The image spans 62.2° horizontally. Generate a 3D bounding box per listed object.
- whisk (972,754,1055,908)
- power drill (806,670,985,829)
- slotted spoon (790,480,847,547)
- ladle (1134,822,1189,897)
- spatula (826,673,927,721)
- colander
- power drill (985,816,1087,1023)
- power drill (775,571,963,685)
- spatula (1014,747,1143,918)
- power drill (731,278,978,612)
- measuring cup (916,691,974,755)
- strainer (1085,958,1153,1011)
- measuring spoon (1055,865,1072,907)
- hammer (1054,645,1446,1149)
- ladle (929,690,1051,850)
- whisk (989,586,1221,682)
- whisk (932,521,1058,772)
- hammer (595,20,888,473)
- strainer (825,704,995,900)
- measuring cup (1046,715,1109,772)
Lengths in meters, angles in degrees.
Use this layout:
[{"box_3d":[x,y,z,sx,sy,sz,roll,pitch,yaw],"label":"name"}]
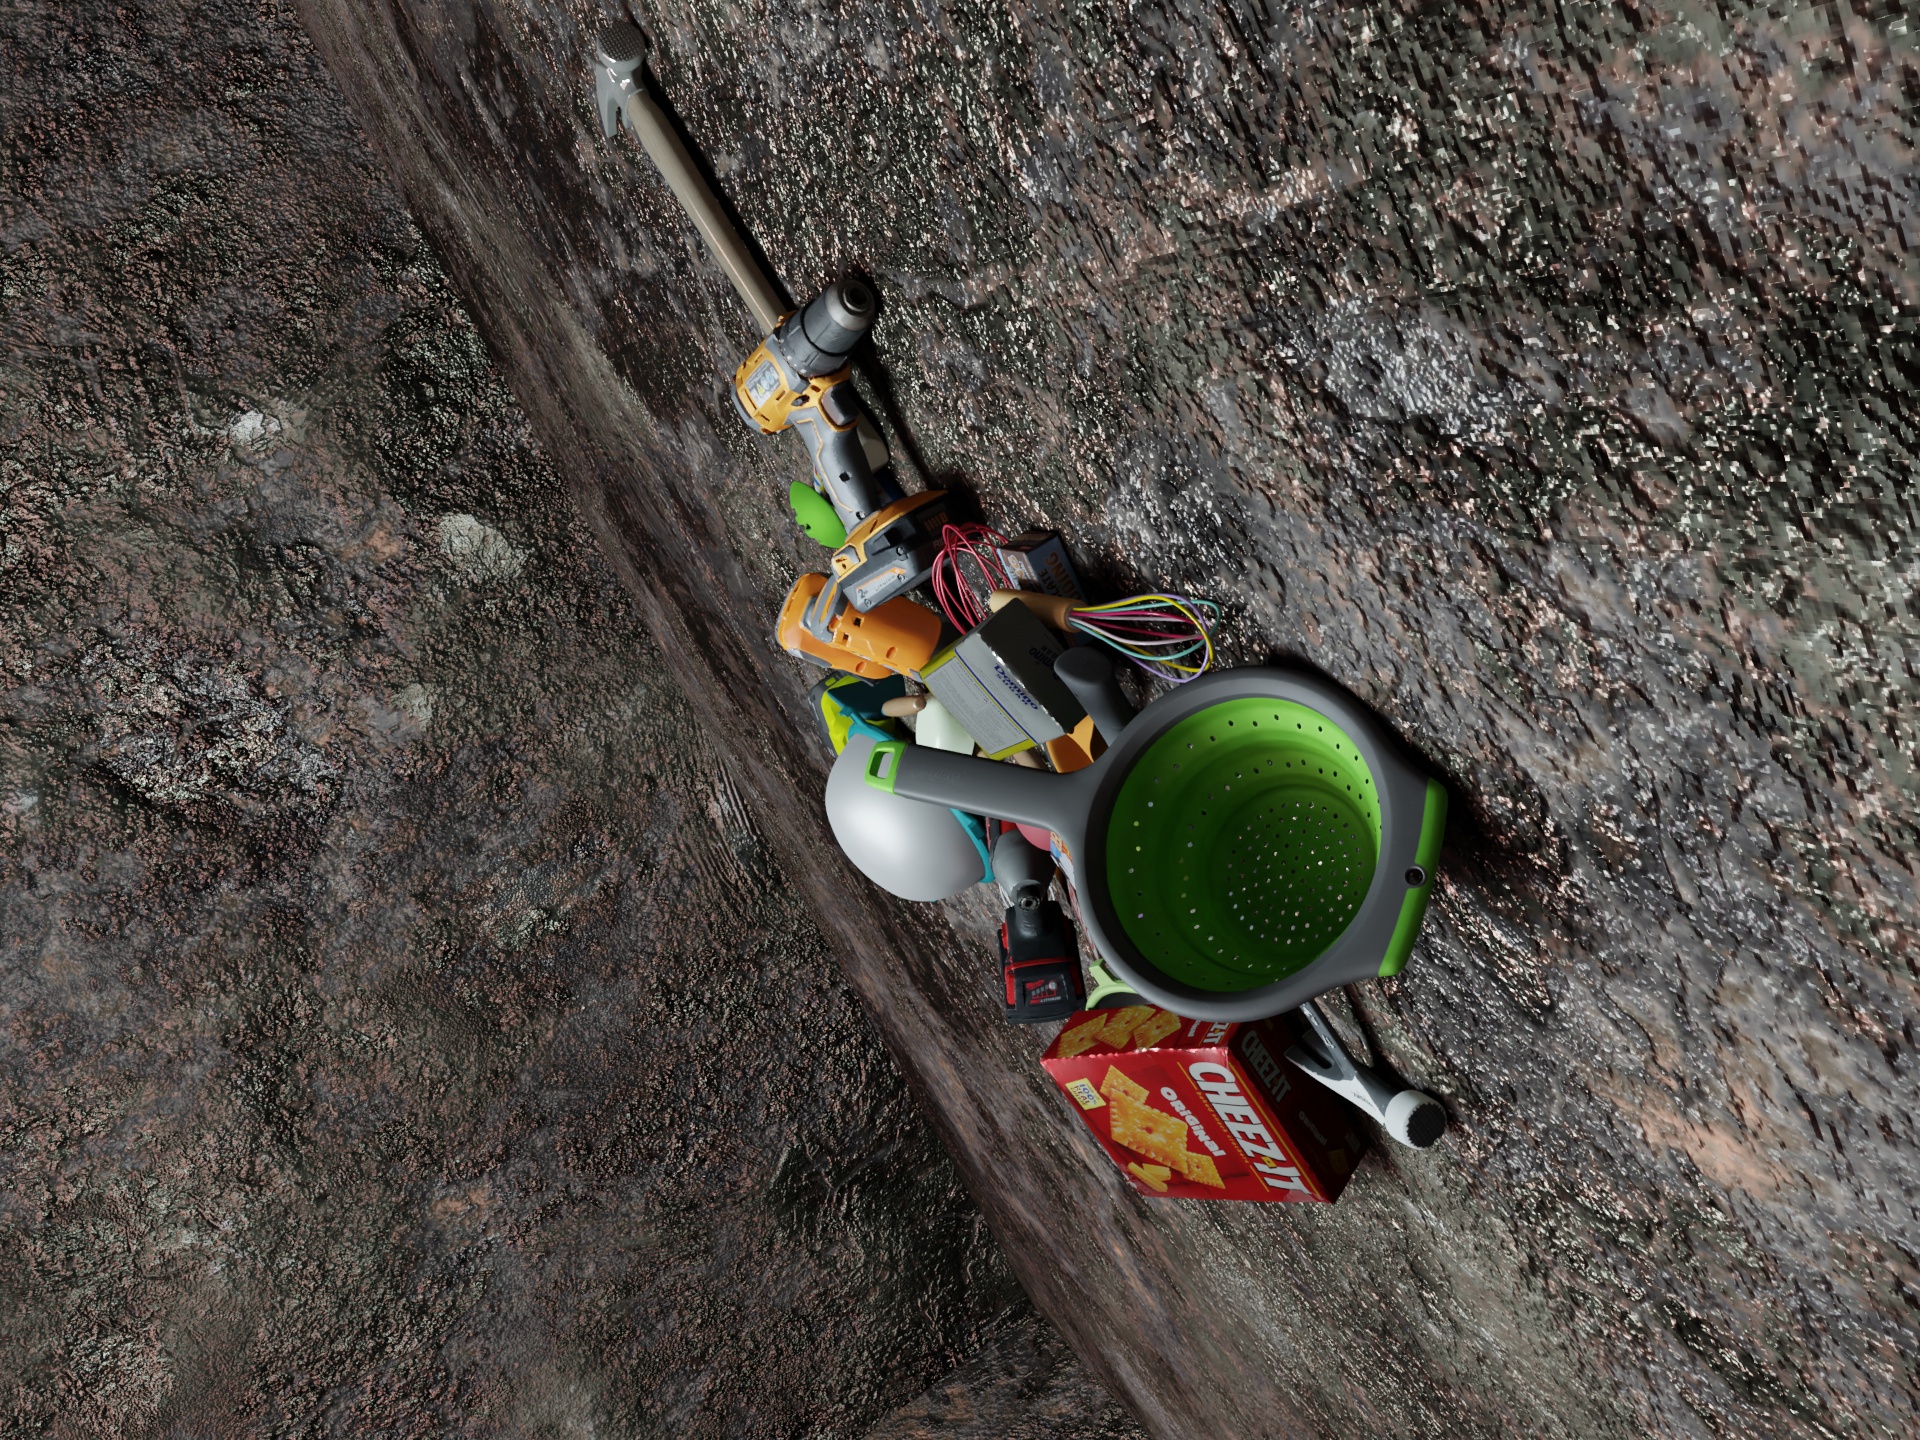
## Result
[{"box_3d":[0.030,0.094,1.597,0.059,0.058,0.246,-19,102,39],"label":"whisk"},{"box_3d":[-0.068,0.032,1.718,0.223,0.080,0.171,39,157,41],"label":"power drill"},{"box_3d":[-0.139,-0.194,1.463,0.070,0.031,0.314,52,180,-13],"label":"slotted spoon"},{"box_3d":[0.153,0.138,1.268,0.078,0.062,0.320,60,169,17],"label":"ladle"},{"box_3d":[-0.067,-0.022,1.516,0.317,0.082,0.044,177,81,-79],"label":"spatula"},{"box_3d":[0.112,0.066,0.971,0.397,0.204,0.094,10,169,38],"label":"colander"},{"box_3d":[0.066,0.173,1.465,0.143,0.078,0.219,-96,-3,-51],"label":"power drill"},{"box_3d":[-0.072,-0.076,1.439,0.164,0.084,0.226,22,177,-19],"label":"power drill"},{"box_3d":[0.077,0.058,1.337,0.316,0.018,0.059,54,169,47],"label":"spatula"},{"box_3d":[-0.078,-0.214,1.226,0.226,0.084,0.185,60,147,-1],"label":"power drill"},{"box_3d":[-0.002,-0.005,1.409,0.167,0.038,0.083,138,132,-67],"label":"measuring cup"},{"box_3d":[0.188,0.296,1.389,0.151,0.069,0.256,24,141,24],"label":"strainer"},{"box_3d":[0.092,0.132,1.535,0.021,0.011,0.117,2,119,64],"label":"measuring spoon"},{"box_3d":[0.184,0.117,1.075,0.408,0.036,0.149,55,168,-17],"label":"hammer"},{"box_3d":[0.024,0.031,1.438,0.316,0.031,0.069,53,166,57],"label":"ladle"},{"box_3d":[0.087,-0.069,1.032,0.047,0.051,0.245,33,173,-30],"label":"whisk"},{"box_3d":[0.049,-0.041,1.245,0.073,0.073,0.295,40,164,48],"label":"whisk"},{"box_3d":[-0.186,-0.380,1.345,0.410,0.038,0.146,57,166,1],"label":"hammer"},{"box_3d":[-0.065,0.138,1.639,0.211,0.095,0.340,41,161,21],"label":"strainer"},{"box_3d":[0.108,0.006,1.156,0.095,0.052,0.173,50,161,28],"label":"measuring cup"}]
